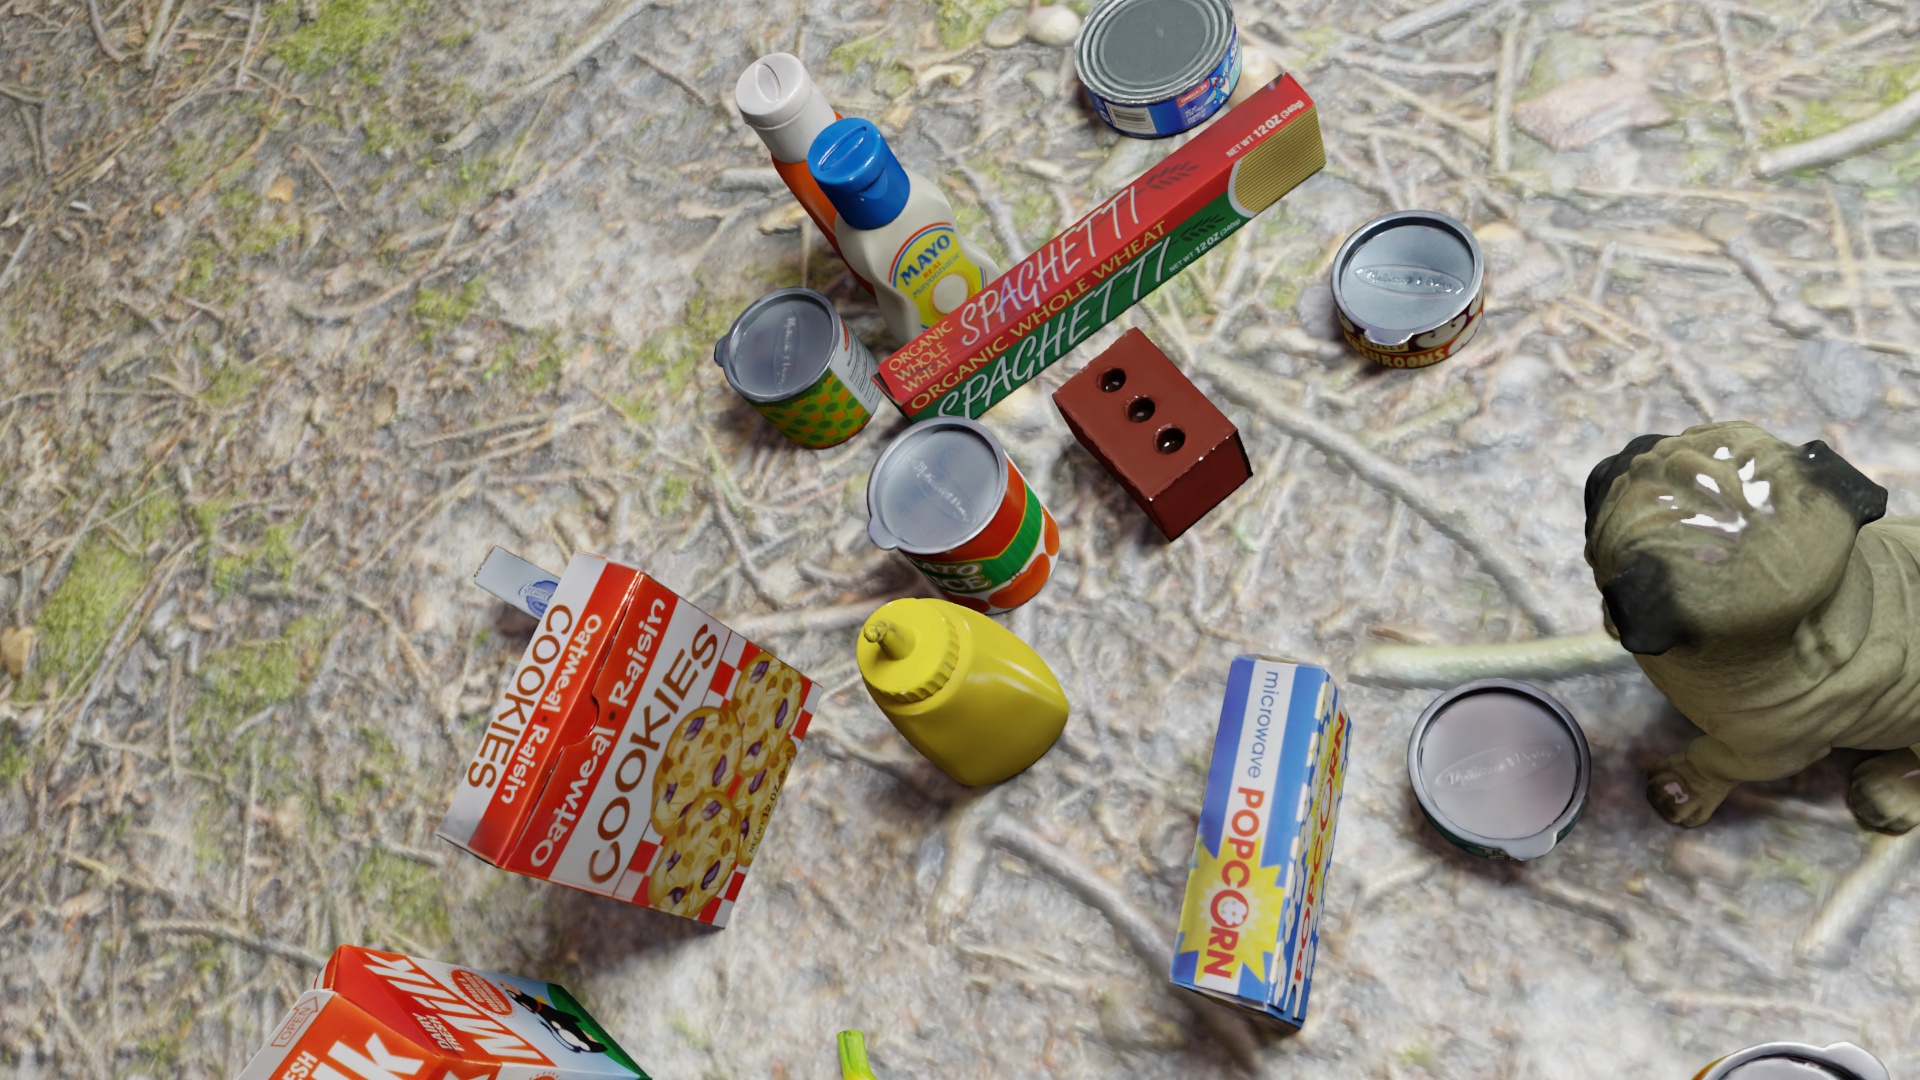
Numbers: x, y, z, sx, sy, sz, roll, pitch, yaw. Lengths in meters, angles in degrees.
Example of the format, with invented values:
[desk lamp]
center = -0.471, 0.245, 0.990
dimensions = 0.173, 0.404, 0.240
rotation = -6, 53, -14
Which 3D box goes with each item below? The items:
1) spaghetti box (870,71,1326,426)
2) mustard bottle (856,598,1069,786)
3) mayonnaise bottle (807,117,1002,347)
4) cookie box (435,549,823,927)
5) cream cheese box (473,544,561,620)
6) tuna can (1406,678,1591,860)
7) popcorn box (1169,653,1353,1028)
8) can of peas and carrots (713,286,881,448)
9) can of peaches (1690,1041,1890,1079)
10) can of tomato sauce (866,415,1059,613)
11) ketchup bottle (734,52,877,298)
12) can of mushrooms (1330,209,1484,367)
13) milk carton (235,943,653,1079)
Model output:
[spaghetti box]
center = 0.070, -0.136, 0.690
dimensions = 0.250, 0.050, 0.029
rotation = -36, 59, 4
[mustard bottle]
center = -0.004, 0.057, 0.570
dimensions = 0.065, 0.160, 0.049
rotation = -40, 59, 2
[mayonnaise bottle]
center = -0.027, -0.145, 0.676
dimensions = 0.065, 0.147, 0.041
rotation = -43, 59, 0
[cookie box]
center = -0.132, 0.092, 0.601
dimensions = 0.040, 0.167, 0.123
rotation = 14, 74, 27
[cream cheese box]
center = -0.197, 0.038, 0.717
dimensions = 0.104, 0.053, 0.024
rotation = 22, 77, 28
[tuna can]
center = 0.211, 0.092, 0.542
dimensions = 0.071, 0.032, 0.071
rotation = -8, 65, 18
[popcorn box]
center = 0.119, 0.117, 0.537
dimensions = 0.038, 0.085, 0.127
rotation = 7, 70, 24
[can of peas and carrots]
center = -0.084, -0.089, 0.725
dimensions = 0.071, 0.058, 0.071
rotation = -8, 65, 18
[can of peaches]
center = 0.273, 0.199, 0.455
dimensions = 0.071, 0.058, 0.071
rotation = -8, 65, 18
[can of tomato sauce]
center = 0.002, -0.008, 0.641
dimensions = 0.071, 0.083, 0.071
rotation = -8, 65, 18
[ketchup bottle]
center = -0.065, -0.184, 0.708
dimensions = 0.043, 0.148, 0.065
rotation = -30, 60, 8
[can of mushrooms]
center = 0.204, -0.113, 0.636
dimensions = 0.071, 0.033, 0.071
rotation = -8, 65, 18
[milk carton]
center = -0.217, 0.221, 0.564
dimensions = 0.073, 0.190, 0.072
rotation = 31, 82, 30
